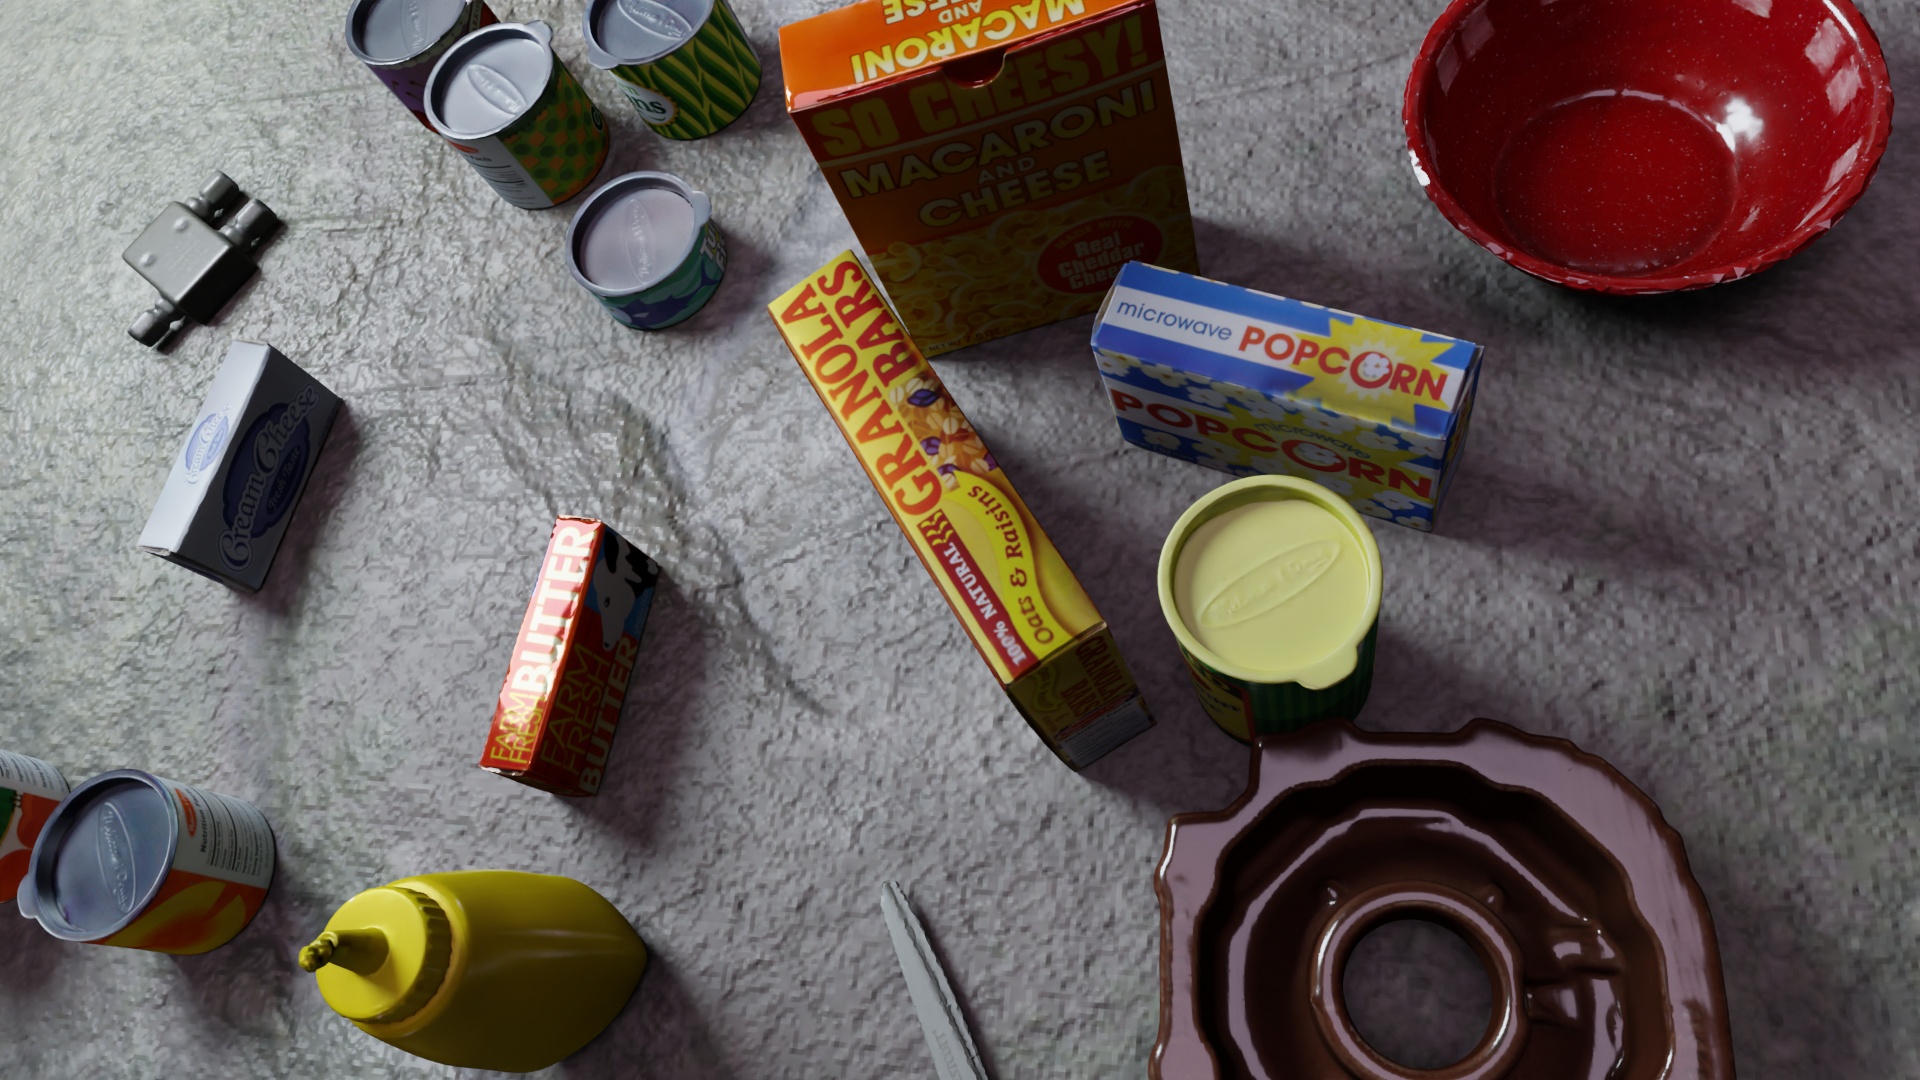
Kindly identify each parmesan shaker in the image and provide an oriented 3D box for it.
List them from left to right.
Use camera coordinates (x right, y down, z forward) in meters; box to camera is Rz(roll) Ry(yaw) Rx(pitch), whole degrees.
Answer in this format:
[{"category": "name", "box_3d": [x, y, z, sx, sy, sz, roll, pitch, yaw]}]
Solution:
[{"category": "parmesan shaker", "box_3d": [0.106, 0.031, 0.461, 0.071, 0.103, 0.071, -5, 67, 13]}]

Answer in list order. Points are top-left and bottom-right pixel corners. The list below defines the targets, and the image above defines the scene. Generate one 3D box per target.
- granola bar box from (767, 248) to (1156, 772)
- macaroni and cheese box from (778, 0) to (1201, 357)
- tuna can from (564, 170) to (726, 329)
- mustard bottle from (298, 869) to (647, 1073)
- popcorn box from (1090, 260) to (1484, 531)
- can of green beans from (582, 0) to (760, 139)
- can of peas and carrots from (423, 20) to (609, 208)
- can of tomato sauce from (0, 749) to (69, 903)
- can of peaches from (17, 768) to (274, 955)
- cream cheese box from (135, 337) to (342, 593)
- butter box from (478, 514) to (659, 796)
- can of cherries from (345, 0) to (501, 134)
[{"category": "granola bar box", "box_3d": [0.002, -0.006, 0.492, 0.039, 0.124, 0.166, -33, 64, 0]}, {"category": "macaroni and cheese box", "box_3d": [0.020, -0.138, 0.518, 0.124, 0.166, 0.040, -15, 66, 9]}, {"category": "tuna can", "box_3d": [-0.140, -0.132, 0.632, 0.071, 0.032, 0.071, -5, 67, 13]}, {"category": "mustard bottle", "box_3d": [-0.162, 0.138, 0.456, 0.049, 0.160, 0.065, 36, 81, 24]}, {"category": "popcorn box", "box_3d": [0.116, -0.052, 0.502, 0.127, 0.085, 0.038, 18, 75, 21]}, {"category": "can of green beans", "box_3d": [-0.135, -0.234, 0.658, 0.071, 0.057, 0.071, -5, 67, 13]}, {"category": "can of peas and carrots", "box_3d": [-0.209, -0.204, 0.665, 0.071, 0.058, 0.071, -5, 67, 13]}, {"category": "can of tomato sauce", "box_3d": [-0.433, 0.116, 0.579, 0.071, 0.083, 0.071, -5, 67, 13]}, {"category": "can of peaches", "box_3d": [-0.325, 0.131, 0.558, 0.071, 0.058, 0.071, -5, 67, 13]}, {"category": "cream cheese box", "box_3d": [-0.323, -0.033, 0.628, 0.024, 0.053, 0.104, 9, 71, 18]}, {"category": "butter box", "box_3d": [-0.152, 0.047, 0.550, 0.024, 0.053, 0.104, 6, 70, 17]}, {"category": "can of cherries", "box_3d": [-0.259, -0.247, 0.696, 0.071, 0.058, 0.072, -5, 67, 13]}]
